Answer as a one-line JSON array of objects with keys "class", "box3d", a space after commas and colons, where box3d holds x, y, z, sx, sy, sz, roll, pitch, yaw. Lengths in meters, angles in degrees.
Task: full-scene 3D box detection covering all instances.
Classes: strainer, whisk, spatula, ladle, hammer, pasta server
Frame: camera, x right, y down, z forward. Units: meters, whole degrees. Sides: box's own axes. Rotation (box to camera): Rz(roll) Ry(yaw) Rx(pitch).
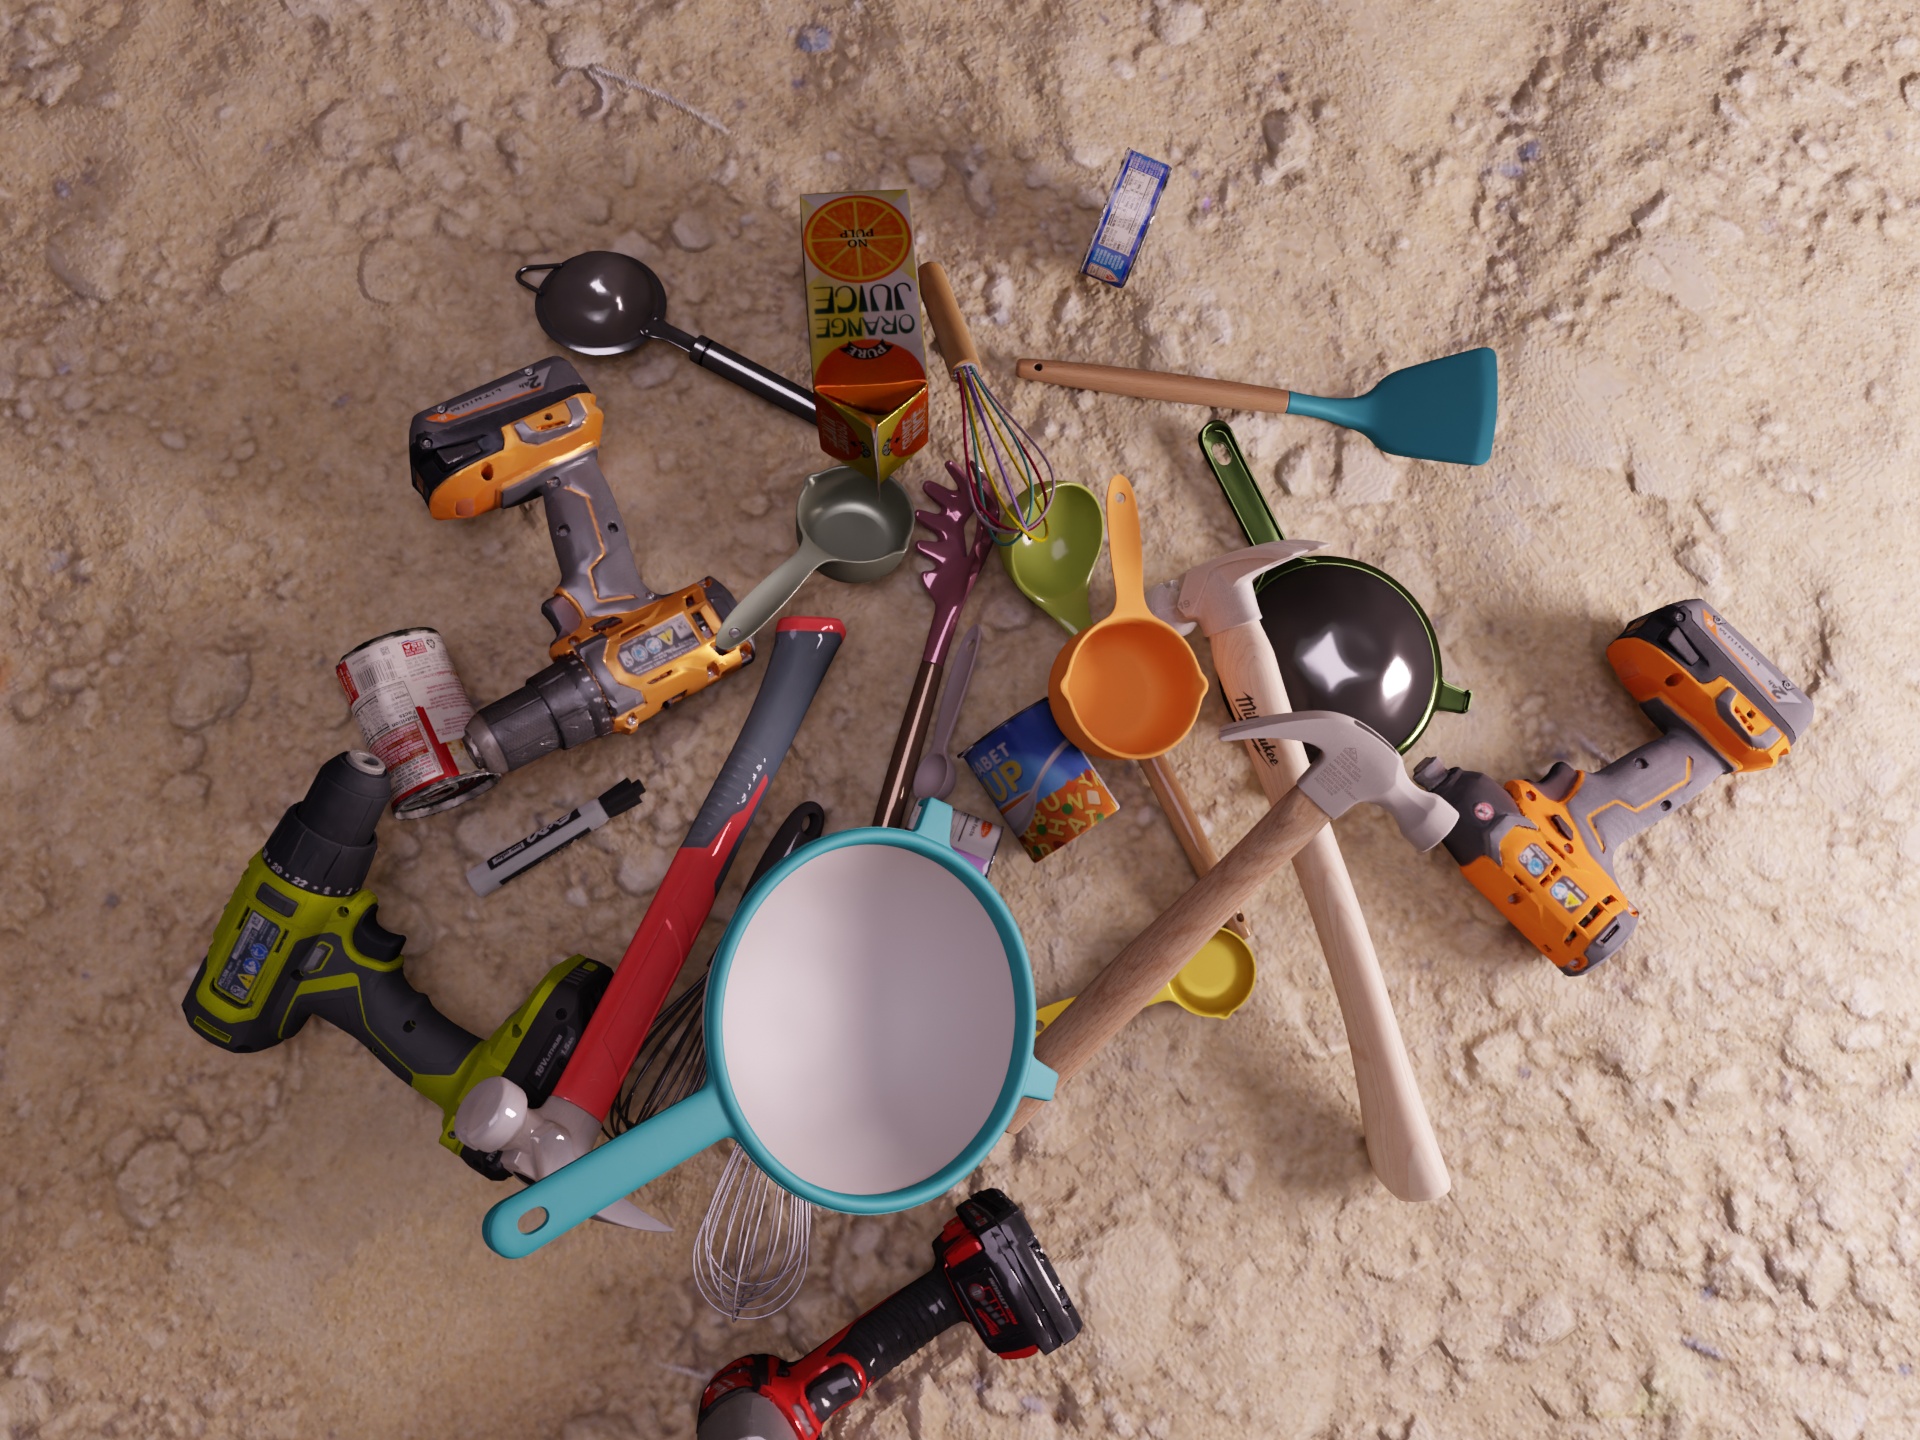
[{"class": "strainer", "box3d": [-0.177, -0.250, 1.050, 0.258, 0.050, 0.087, 27, 65, -2]}, {"class": "whisk", "box3d": [-0.149, 0.153, 0.980, 0.055, 0.055, 0.239, 29, 75, 1]}, {"class": "spatula", "box3d": [0.195, -0.222, 1.065, 0.317, 0.044, 0.082, 6, 82, -1]}, {"class": "ladle", "box3d": [0.114, -0.006, 1.018, 0.078, 0.062, 0.320, -25, 85, -28]}, {"class": "hammer", "box3d": [0.127, 0.125, 0.941, 0.130, 0.031, 0.331, 43, 105, 1]}, {"class": "strainer", "box3d": [0.223, -0.088, 1.030, 0.151, 0.069, 0.256, -25, 84, -7]}, {"class": "pasta server", "box3d": [-0.031, -0.012, 1.018, 0.040, 0.060, 0.316, 24, 79, -45]}, {"class": "whisk", "box3d": [0.011, -0.205, 1.017, 0.047, 0.051, 0.245, -1, 54, -25]}, {"class": "whisk", "box3d": [-0.106, 0.217, 0.968, 0.070, 0.070, 0.285, 11, 74, -2]}, {"class": "hammer", "box3d": [-0.146, 0.101, 0.940, 0.143, 0.038, 0.386, 48, 53, -35]}, {"class": "hammer", "box3d": [0.226, 0.093, 0.972, 0.038, 0.146, 0.410, -17, 88, -31]}, {"class": "strainer", "box3d": [-0.115, 0.192, 0.879, 0.340, 0.095, 0.211, -25, 97, -33]}]

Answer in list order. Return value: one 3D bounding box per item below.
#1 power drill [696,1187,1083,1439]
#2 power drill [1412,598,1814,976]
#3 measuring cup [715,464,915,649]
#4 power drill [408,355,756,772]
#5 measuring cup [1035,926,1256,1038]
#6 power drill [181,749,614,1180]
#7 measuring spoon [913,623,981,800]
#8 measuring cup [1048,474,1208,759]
[{"class": "power drill", "box3d": [-0.048, 0.360, 0.901, 0.219, 0.143, 0.078, -29, 86, -10]}, {"class": "power drill", "box3d": [0.409, 0.029, 1.019, 0.226, 0.084, 0.164, -45, 85, -6]}, {"class": "measuring cup", "box3d": [-0.097, -0.094, 1.008, 0.083, 0.038, 0.167, 37, 65, 11]}, {"class": "power drill", "box3d": [-0.259, -0.090, 0.983, 0.185, 0.084, 0.226, -31, 86, -22]}, {"class": "measuring cup", "box3d": [0.110, 0.172, 1.006, 0.156, 0.029, 0.062, -19, 88, 5]}, {"class": "power drill", "box3d": [-0.320, 0.144, 0.932, 0.228, 0.080, 0.190, 31, 101, 1]}, {"class": "measuring spoon", "box3d": [-0.002, -0.003, 1.027, 0.018, 0.034, 0.124, 27, 71, -35]}, {"class": "measuring cup", "box3d": [0.095, -0.060, 0.976, 0.095, 0.052, 0.174, -2, 84, -16]}]
